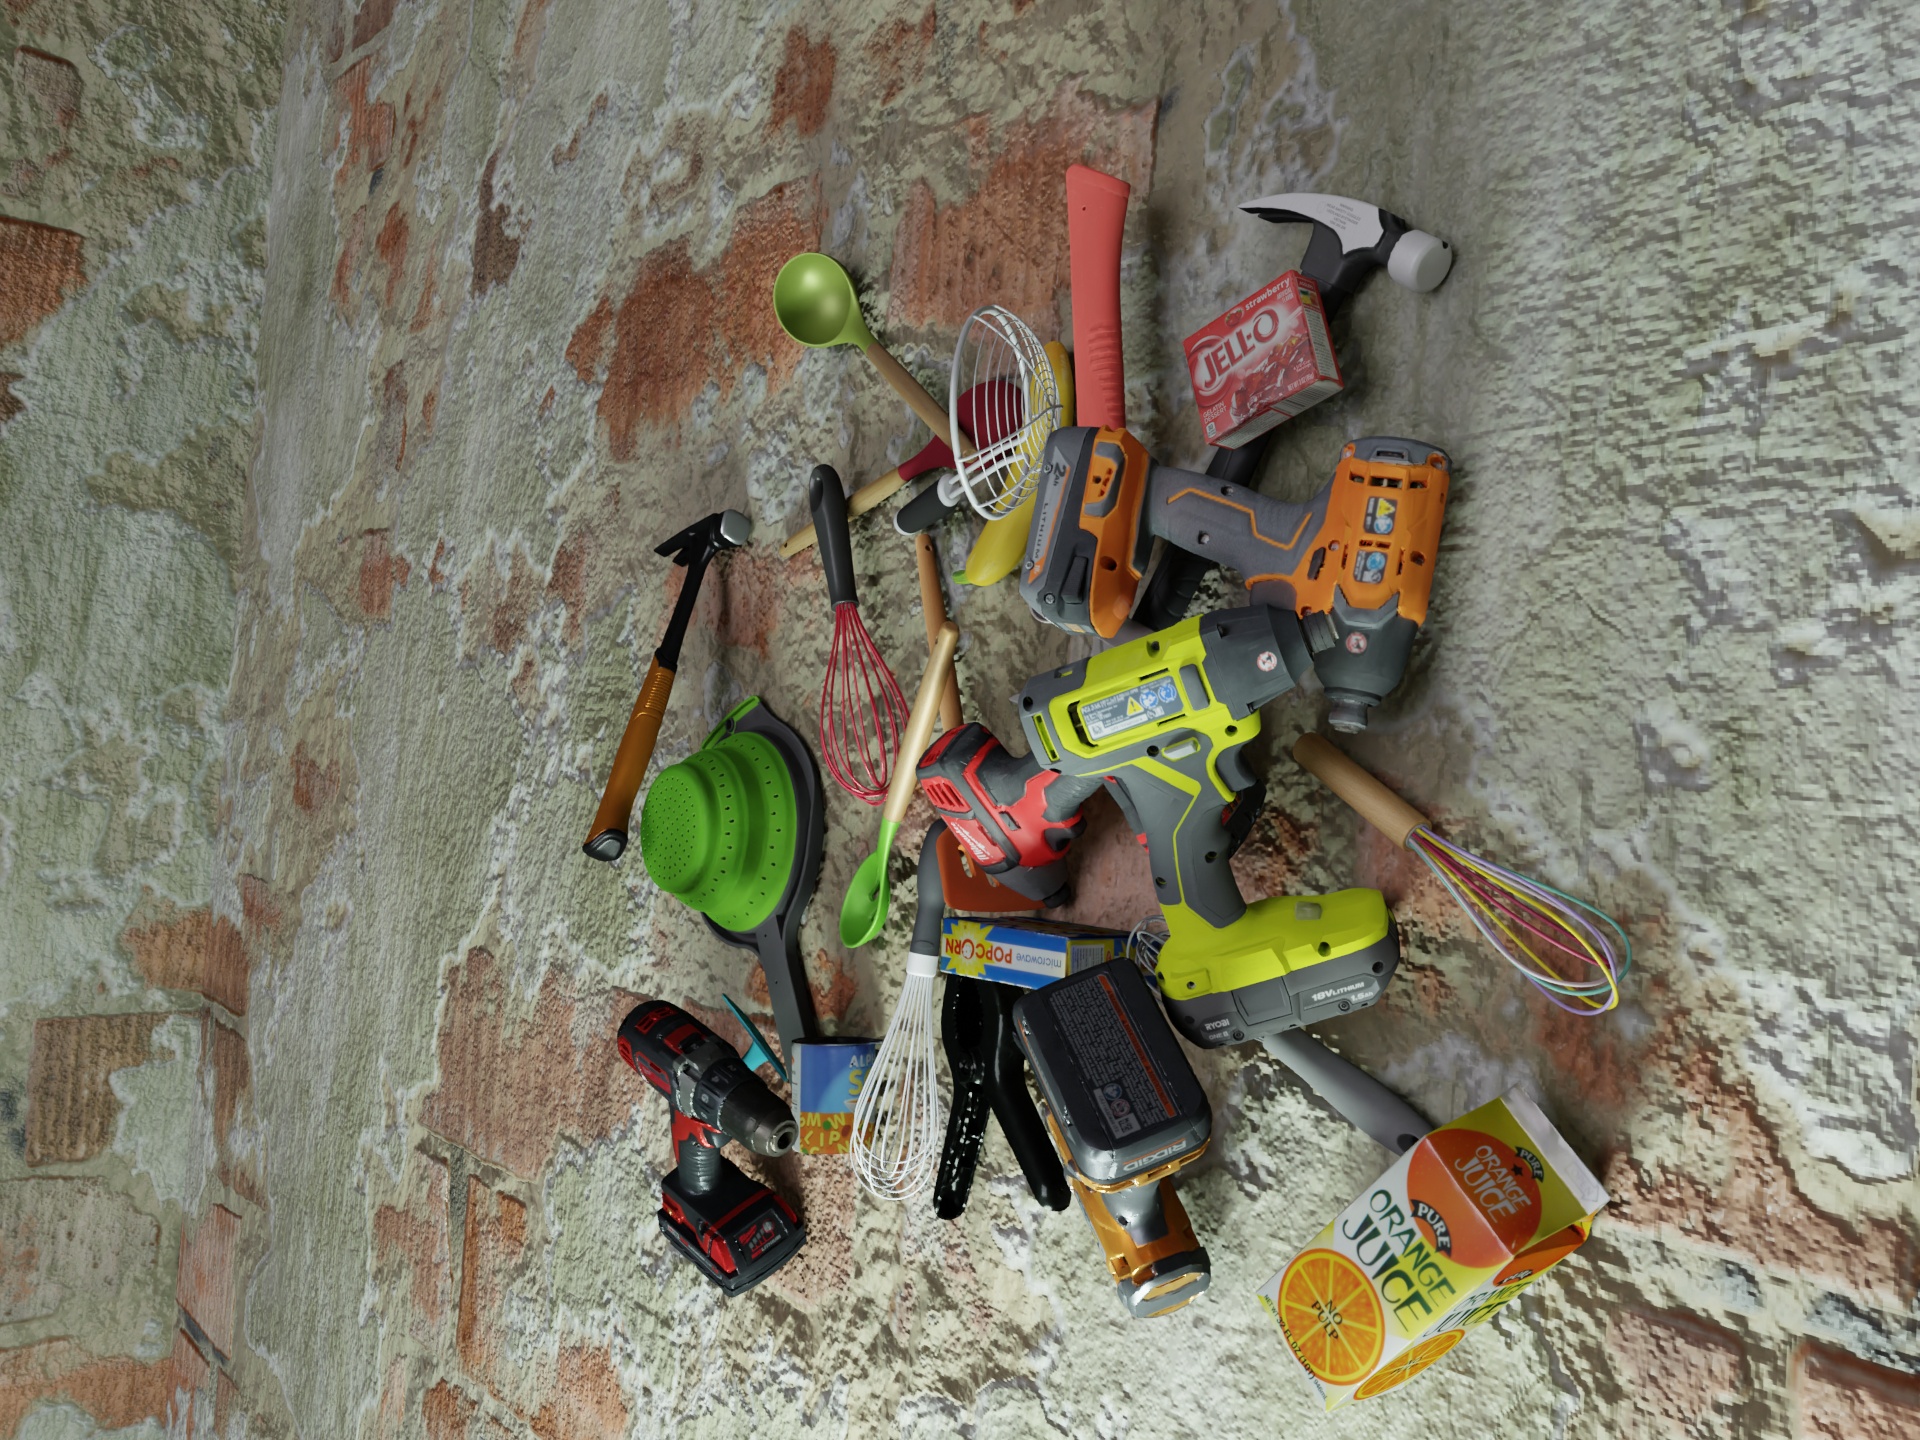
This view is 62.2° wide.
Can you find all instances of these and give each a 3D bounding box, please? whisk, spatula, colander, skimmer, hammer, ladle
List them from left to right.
[{"bbox_3d":[-0.276,-0.031,1.428,0.127,0.034,0.337,-16,52,48],"label":"hammer"},{"bbox_3d":[-0.201,0.306,1.327,0.082,0.044,0.317,50,142,10],"label":"spatula"},{"bbox_3d":[-0.191,0.166,1.343,0.204,0.094,0.397,-40,57,40],"label":"colander"},{"bbox_3d":[-0.090,-0.073,1.272,0.073,0.073,0.296,-29,64,44],"label":"whisk"},{"bbox_3d":[-0.069,-0.285,1.261,0.321,0.062,0.078,54,128,45],"label":"ladle"},{"bbox_3d":[-0.059,-0.192,1.287,0.315,0.031,0.069,-23,65,48],"label":"ladle"},{"bbox_3d":[-0.033,0.214,1.186,0.070,0.070,0.284,5,84,50],"label":"whisk"},{"bbox_3d":[-0.017,-0.176,1.086,0.363,0.090,0.127,166,109,-72],"label":"skimmer"},{"bbox_3d":[-0.002,-0.004,1.179,0.041,0.081,0.323,129,137,-55],"label":"spatula"},{"bbox_3d":[0.087,-0.188,1.050,0.149,0.036,0.359,-10,80,48],"label":"hammer"},{"bbox_3d":[0.171,-0.168,1.005,0.146,0.035,0.334,45,119,42],"label":"hammer"},{"bbox_3d":[0.185,0.188,0.937,0.239,0.055,0.055,35,112,41],"label":"whisk"},{"bbox_3d":[0.263,0.072,0.862,0.051,0.047,0.245,-52,43,8],"label":"whisk"}]

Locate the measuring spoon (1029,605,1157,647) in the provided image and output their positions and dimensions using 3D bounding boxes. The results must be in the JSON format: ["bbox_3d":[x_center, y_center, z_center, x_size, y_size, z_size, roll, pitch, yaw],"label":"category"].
[{"bbox_3d":[0.093,-0.059,0.999,0.124,0.018,0.034,32,98,38],"label":"measuring spoon"}]

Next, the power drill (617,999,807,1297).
[{"bbox_3d":[-0.183,0.342,1.249,0.188,0.080,0.226,24,132,41],"label":"power drill"}]

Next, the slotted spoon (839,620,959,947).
[{"bbox_3d":[-0.044,0.054,1.179,0.070,0.031,0.313,-103,24,-48],"label":"slotted spoon"}]

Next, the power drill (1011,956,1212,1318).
[{"bbox_3d":[0.086,0.232,0.952,0.226,0.084,0.186,78,169,-49],"label":"power drill"}]

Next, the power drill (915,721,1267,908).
[{"bbox_3d":[0.079,0.054,1.025,0.220,0.078,0.143,-18,113,49],"label":"power drill"}]

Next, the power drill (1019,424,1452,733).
[{"bbox_3d":[0.155,-0.086,0.917,0.226,0.084,0.164,9,84,21],"label":"power drill"}]

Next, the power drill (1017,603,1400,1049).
[{"bbox_3d":[0.150,0.053,0.871,0.171,0.080,0.223,-20,101,17],"label":"power drill"}]
